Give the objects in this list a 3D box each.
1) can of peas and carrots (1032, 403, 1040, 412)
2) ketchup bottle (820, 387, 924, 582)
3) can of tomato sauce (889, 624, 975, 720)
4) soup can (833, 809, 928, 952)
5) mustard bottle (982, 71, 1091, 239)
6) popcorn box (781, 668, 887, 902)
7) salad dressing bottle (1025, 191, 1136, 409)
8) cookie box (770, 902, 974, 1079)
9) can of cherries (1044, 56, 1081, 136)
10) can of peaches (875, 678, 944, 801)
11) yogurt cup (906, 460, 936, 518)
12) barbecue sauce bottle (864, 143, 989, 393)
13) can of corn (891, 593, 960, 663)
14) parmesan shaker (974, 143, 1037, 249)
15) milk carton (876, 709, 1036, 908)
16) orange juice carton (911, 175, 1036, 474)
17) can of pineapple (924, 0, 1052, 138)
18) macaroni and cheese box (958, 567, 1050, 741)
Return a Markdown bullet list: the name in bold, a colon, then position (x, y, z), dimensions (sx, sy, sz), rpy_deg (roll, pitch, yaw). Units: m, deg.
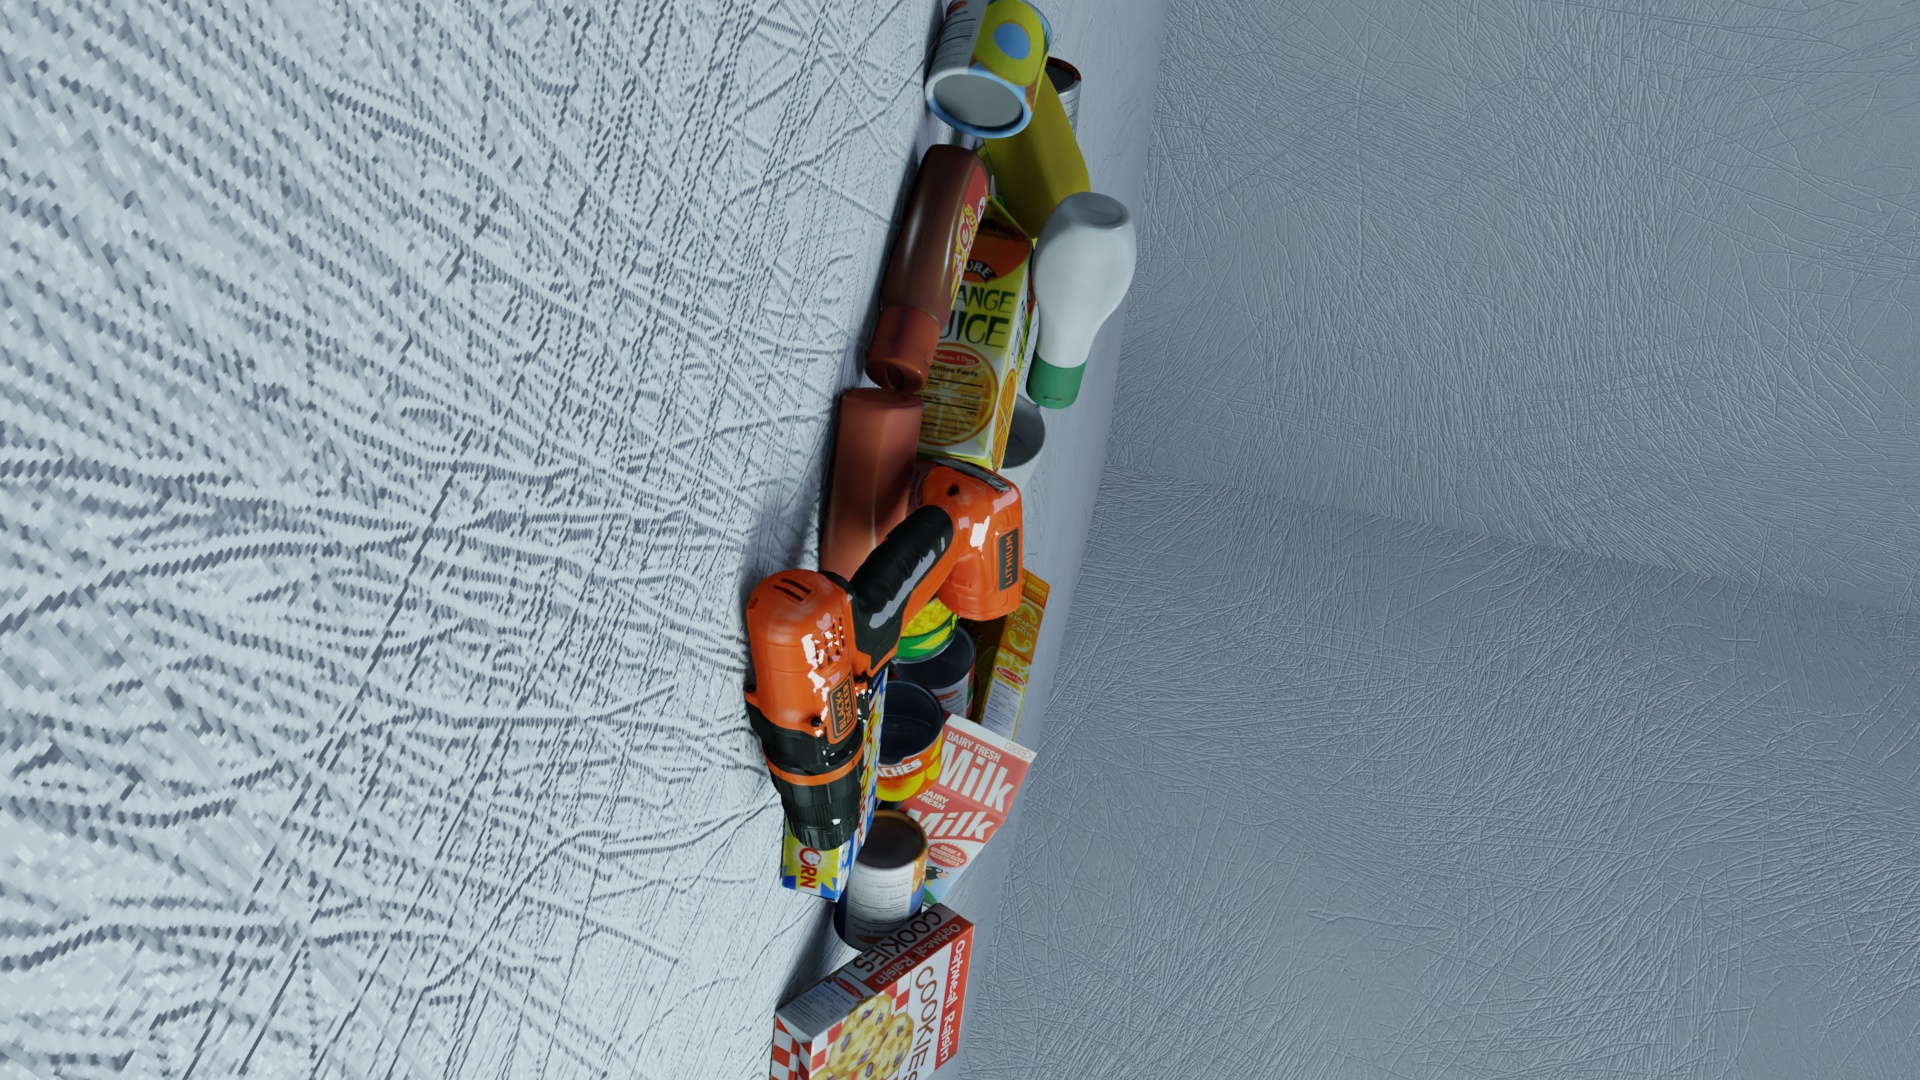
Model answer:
- **can of peas and carrots**: position (0.037, -0.093, 1.245), dimensions (0.071, 0.059, 0.071), rpy_deg (9, 93, -82)
- **ketchup bottle**: position (-0.054, -0.010, 0.783), dimensions (0.065, 0.043, 0.148), rpy_deg (-36, 137, -71)
- **can of tomato sauce**: position (-0.023, 0.108, 1.084), dimensions (0.082, 0.071, 0.071), rpy_deg (92, 12, -52)
- **soup can**: position (-0.059, 0.249, 1.022), dimensions (0.072, 0.071, 0.083), rpy_deg (-66, 165, -58)
- **mustard bottle**: position (0.039, -0.284, 0.925), dimensions (0.066, 0.048, 0.159), rpy_deg (-47, 121, -50)
- **popcorn box**: position (-0.077, 0.143, 0.852), dimensions (0.085, 0.038, 0.126), rpy_deg (-66, 164, -63)
- **salad dressing bottle**: position (0.072, -0.151, 0.899), dimensions (0.146, 0.064, 0.044), rpy_deg (102, -6, -45)
- **cookie box**: position (-0.062, 0.346, 0.978), dimensions (0.168, 0.040, 0.122), rpy_deg (-21, 126, -47)
- **can of cherries**: position (0.054, -0.325, 1.045), dimensions (0.058, 0.071, 0.072), rpy_deg (92, 12, -45)
- **can of peaches**: position (-0.046, 0.141, 0.964), dimensions (0.057, 0.071, 0.071), rpy_deg (93, 11, -49)
- **yogurt cup**: position (-0.035, -0.020, 0.860), dimensions (0.072, 0.054, 0.072), rpy_deg (8, 93, -82)
- **barbecue sauce bottle**: position (-0.020, -0.157, 0.816), dimensions (0.064, 0.044, 0.149), rpy_deg (87, 17, -64)
- **can of corn**: position (-0.032, 0.035, 0.899), dimensions (0.058, 0.071, 0.071), rpy_deg (90, 14, -51)
- **parmesan shaker**: position (0.041, -0.241, 1.036), dimensions (0.102, 0.071, 0.071), rpy_deg (89, 15, -56)
- **milk carton**: position (-0.010, 0.198, 1.064), dimensions (0.074, 0.072, 0.189), rpy_deg (-70, -173, -47)
- **orange juice carton**: position (0.005, -0.138, 0.913), dimensions (0.071, 0.073, 0.193), rpy_deg (64, 37, -75)
- **can of pineapple**: position (0.018, -0.281, 0.824), dimensions (0.071, 0.071, 0.058), rpy_deg (77, 26, -71)
- **macaroni and cheese box**: position (0.010, 0.116, 1.192), dimensions (0.123, 0.040, 0.167), rpy_deg (-31, -146, 46)
